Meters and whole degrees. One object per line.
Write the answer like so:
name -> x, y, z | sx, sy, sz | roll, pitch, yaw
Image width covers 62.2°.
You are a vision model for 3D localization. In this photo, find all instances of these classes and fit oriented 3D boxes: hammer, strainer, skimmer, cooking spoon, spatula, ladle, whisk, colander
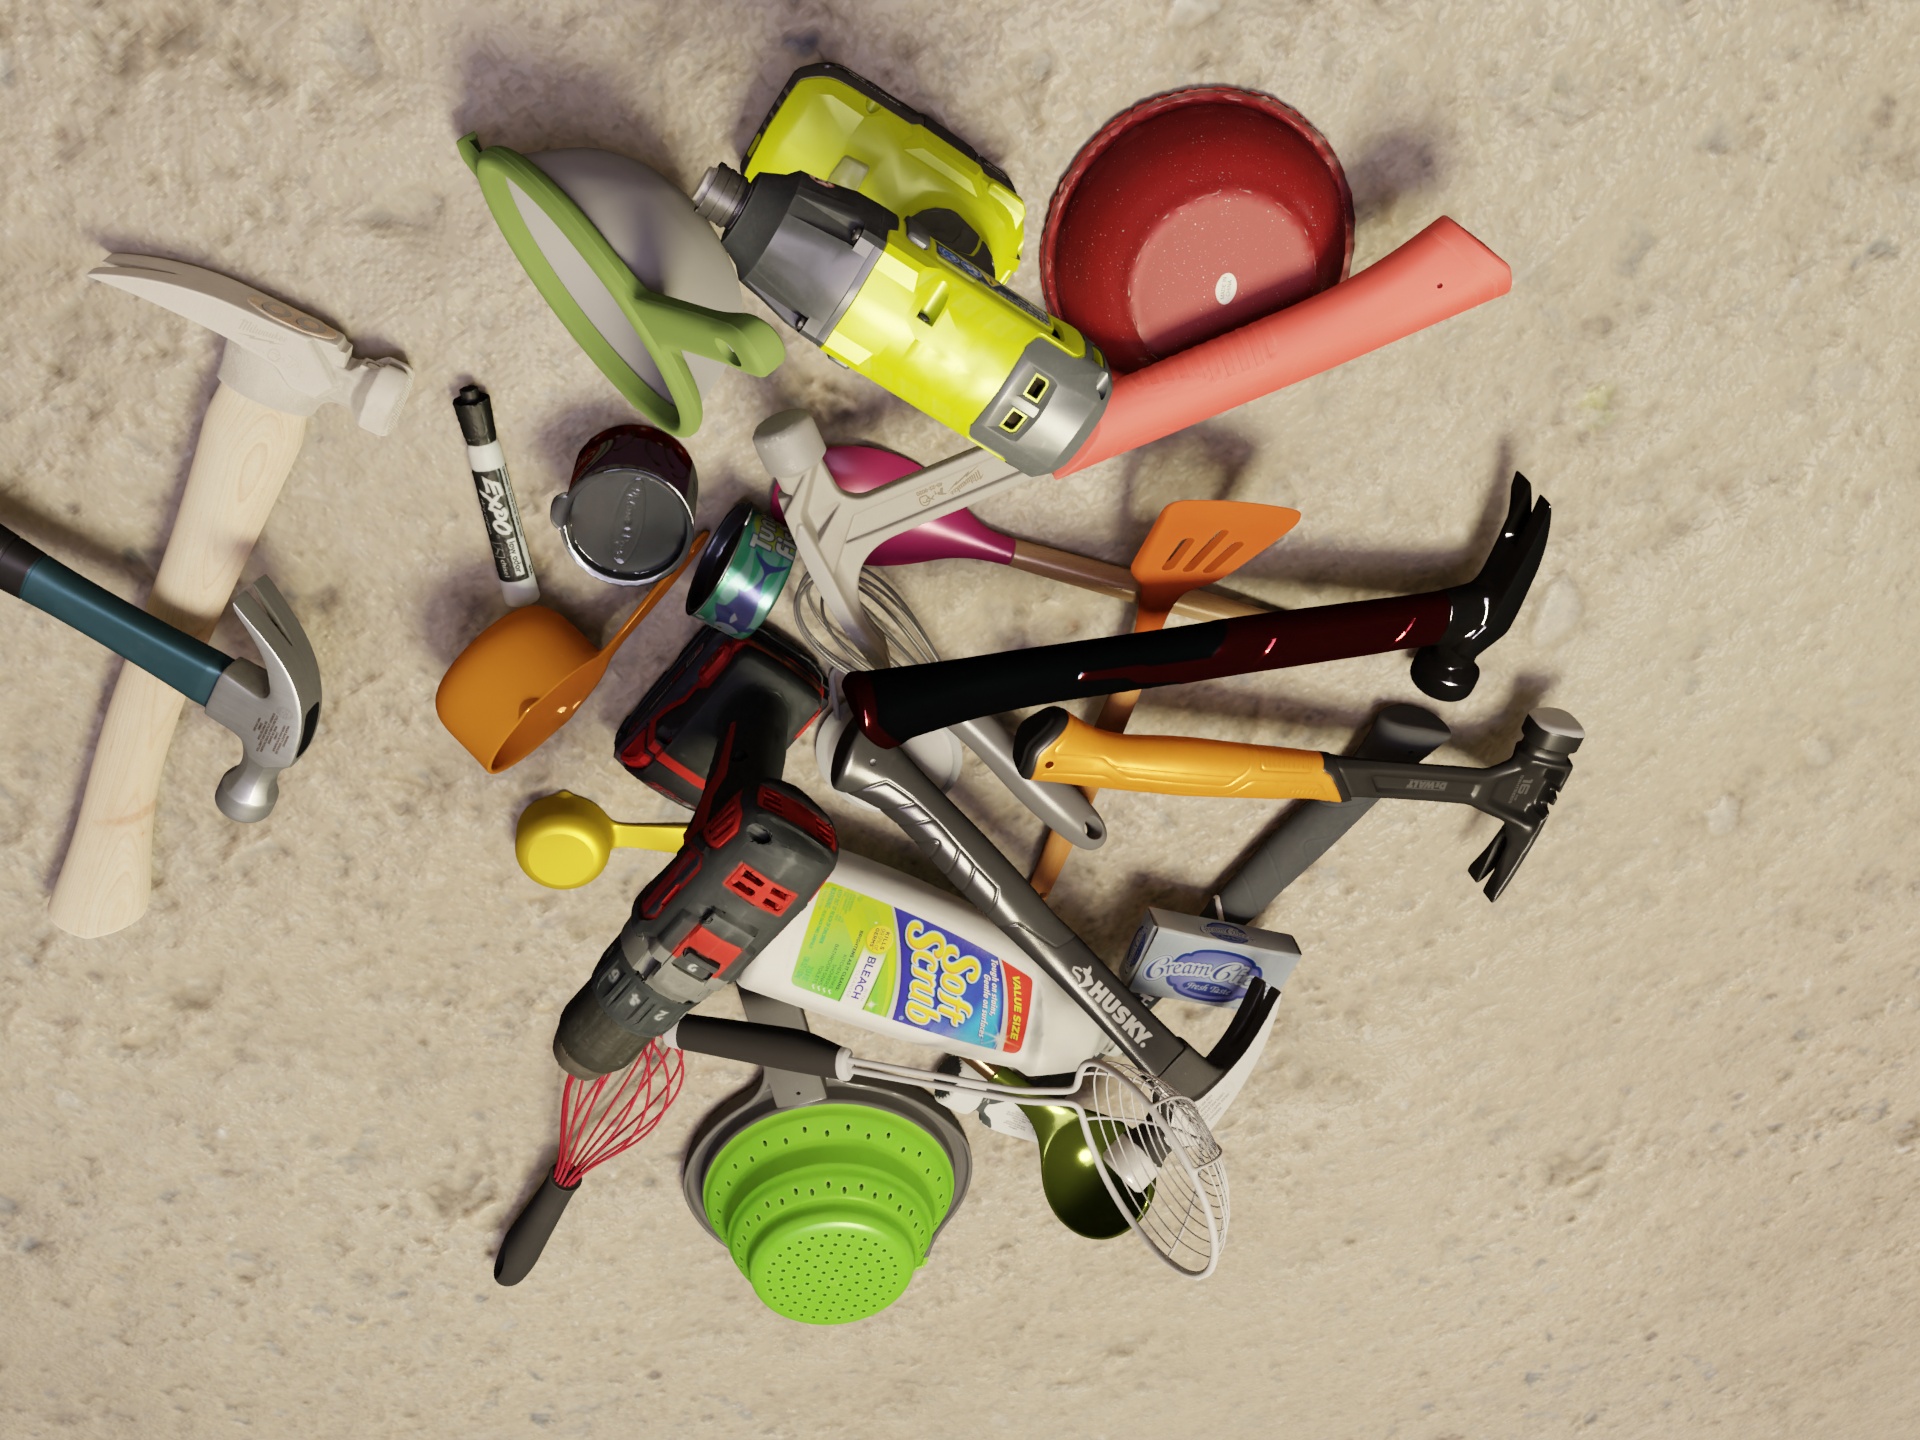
hammer -> 0.161, 0.142, 1.029 | 0.149, 0.036, 0.409 | 31, 114, -24
strainer -> -0.120, -0.191, 0.683 | 0.069, 0.257, 0.151 | -41, 126, -13
skimmer -> -0.022, 0.227, 0.907 | 0.363, 0.090, 0.127 | 6, 127, 20
strainer -> -0.011, 0.072, 0.964 | 0.087, 0.050, 0.258 | -22, 126, 18
hammer -> 0.191, 0.037, 0.921 | 0.336, 0.034, 0.127 | 6, 121, -16
hammer -> 0.049, 0.118, 0.922 | 0.146, 0.035, 0.334 | -45, 107, -6
cooking spoon -> 0.052, -0.087, 0.881 | 0.318, 0.017, 0.068 | 14, 121, -15
hammer -> -0.472, -0.077, 0.787 | 0.331, 0.033, 0.128 | 32, 118, -12
spatula -> 0.093, -0.001, 0.911 | 0.081, 0.041, 0.322 | 1, 130, -24
ladle -> 0.002, 0.212, 1.008 | 0.320, 0.062, 0.078 | 43, 106, -12
whisk -> -0.258, 0.294, 1.066 | 0.073, 0.073, 0.295 | 22, 123, -19
whisk -> -0.002, -0.002, 0.894 | 0.055, 0.055, 0.238 | -42, 109, 19
colander -> -0.103, 0.278, 1.049 | 0.204, 0.095, 0.396 | -11, 123, 1
hammer -> 0.089, -0.143, 0.773 | 0.359, 0.037, 0.149 | -21, 123, 8
hammer -> -0.430, -0.043, 0.845 | 0.146, 0.038, 0.410 | 24, 117, -18
hammer -> 0.128, -0.047, 0.831 | 0.386, 0.038, 0.143 | -9, 137, -19

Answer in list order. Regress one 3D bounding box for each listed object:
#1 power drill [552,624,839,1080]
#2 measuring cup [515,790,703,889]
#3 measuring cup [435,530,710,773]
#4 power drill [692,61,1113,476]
power drill -> -0.140, 0.064, 0.831 | 0.080, 0.227, 0.188 | 34, 113, -24
measuring cup -> -0.187, 0.078, 0.951 | 0.156, 0.029, 0.062 | 4, 122, -7
measuring cup -> -0.209, -0.051, 0.852 | 0.052, 0.095, 0.173 | 41, 87, 1
power drill -> -0.031, -0.202, 0.676 | 0.171, 0.223, 0.080 | 28, 115, -22
